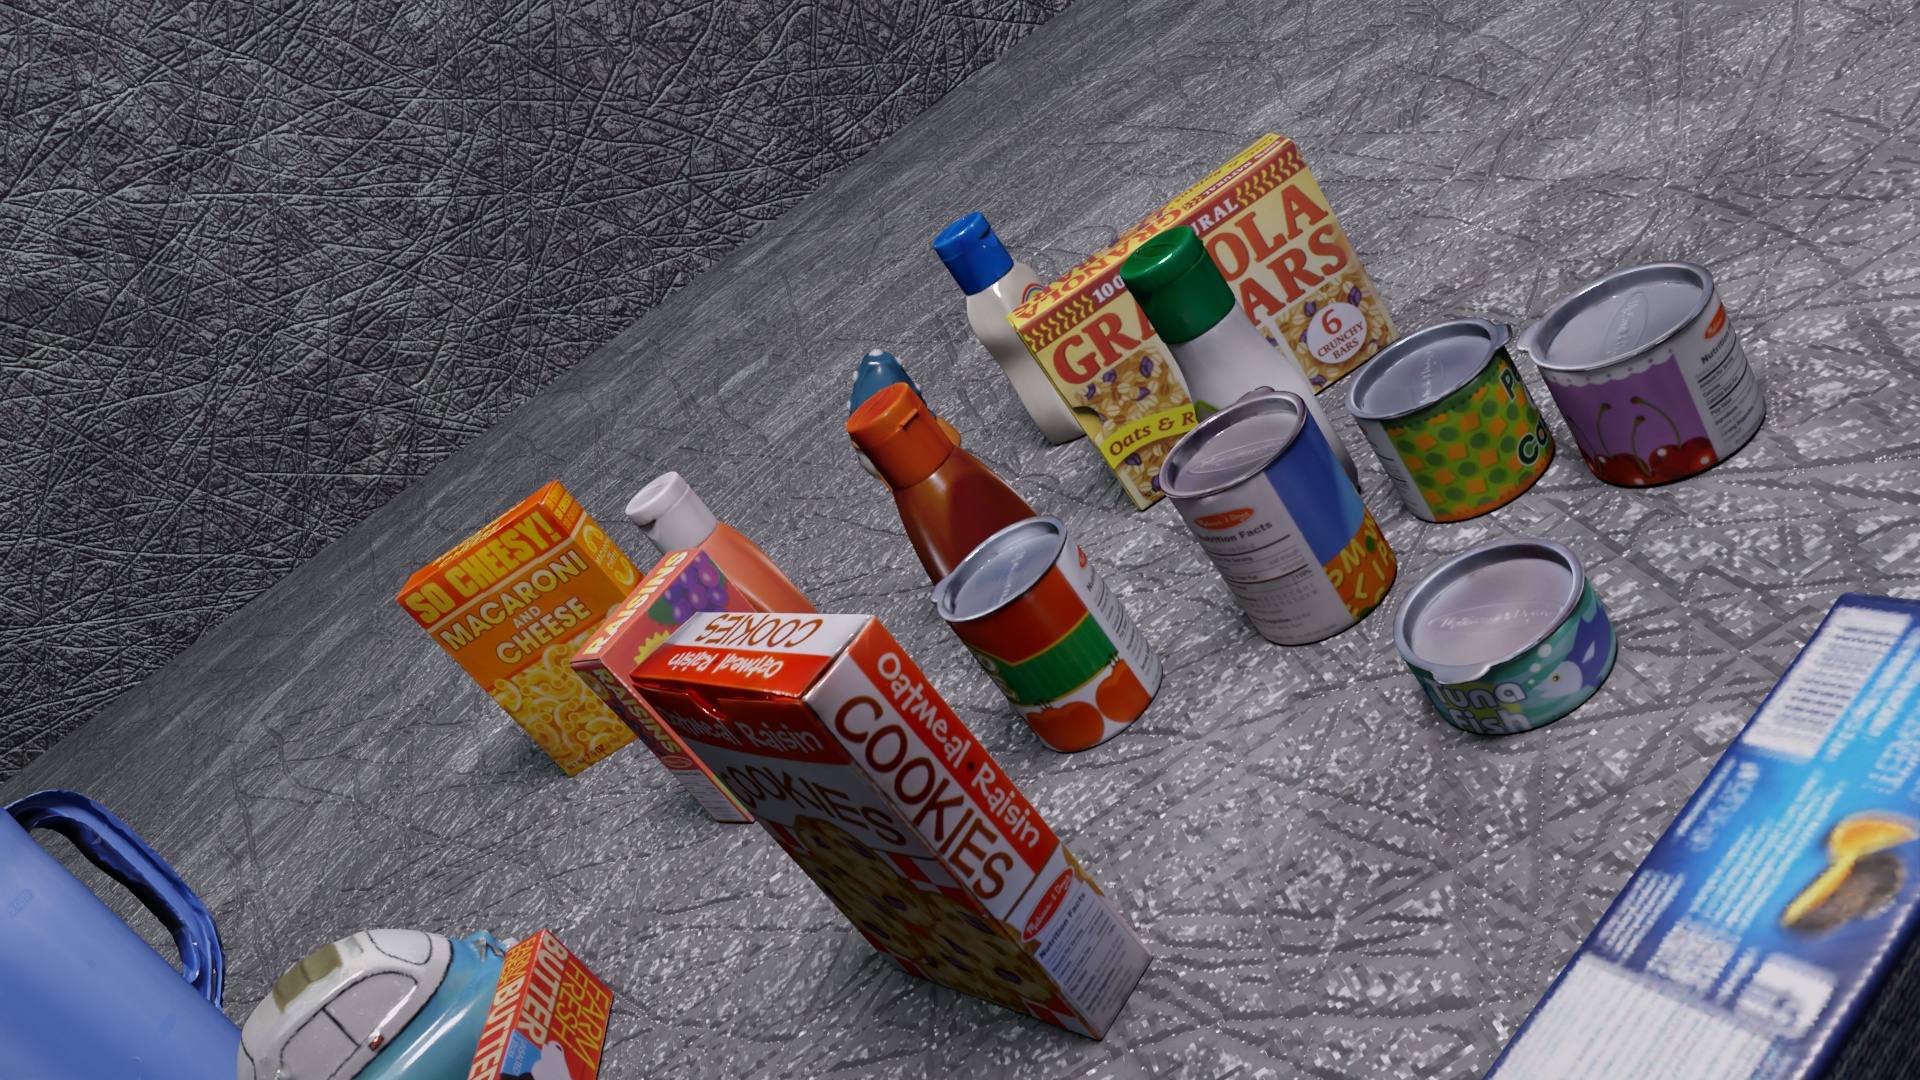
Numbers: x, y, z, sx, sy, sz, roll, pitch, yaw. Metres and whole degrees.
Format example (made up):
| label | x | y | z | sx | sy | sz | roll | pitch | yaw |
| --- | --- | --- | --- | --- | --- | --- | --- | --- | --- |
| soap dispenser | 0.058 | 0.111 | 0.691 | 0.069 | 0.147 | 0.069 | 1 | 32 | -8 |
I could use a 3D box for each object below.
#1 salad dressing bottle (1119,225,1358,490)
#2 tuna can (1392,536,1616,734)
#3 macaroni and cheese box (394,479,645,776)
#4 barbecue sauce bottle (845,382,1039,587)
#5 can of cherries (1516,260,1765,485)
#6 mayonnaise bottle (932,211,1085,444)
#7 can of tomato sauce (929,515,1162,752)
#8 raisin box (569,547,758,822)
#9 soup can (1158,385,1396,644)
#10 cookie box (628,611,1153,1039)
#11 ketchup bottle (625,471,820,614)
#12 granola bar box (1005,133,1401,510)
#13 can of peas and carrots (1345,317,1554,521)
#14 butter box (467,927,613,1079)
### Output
| label | x | y | z | sx | sy | sz | roll | pitch | yaw |
| --- | --- | --- | --- | --- | --- | --- | --- | --- | --- |
| salad dressing bottle | 0.123 | -0.069 | 0.616 | 0.044 | 0.147 | 0.064 | -43 | 23 | -14 |
| tuna can | 0.185 | 0.034 | 0.475 | 0.071 | 0.032 | 0.071 | -31 | 23 | 15 |
| macaroni and cheese box | -0.256 | 0.059 | 0.896 | 0.123 | 0.166 | 0.040 | -31 | 23 | 14 |
| barbecue sauce bottle | 0.002 | -0.008 | 0.672 | 0.065 | 0.148 | 0.043 | -48 | 25 | -25 |
| can of cherries | 0.256 | -0.063 | 0.525 | 0.071 | 0.058 | 0.072 | -31 | 23 | 15 |
| mayonnaise bottle | 0.039 | -0.134 | 0.864 | 0.041 | 0.147 | 0.065 | -17 | 29 | 40 |
| can of tomato sauce | 0.038 | 0.042 | 0.608 | 0.071 | 0.083 | 0.071 | -31 | 23 | 15 |
| raisin box | -0.133 | 0.077 | 0.738 | 0.040 | 0.123 | 0.086 | -10 | 35 | 49 |
| soup can | 0.132 | -0.011 | 0.572 | 0.071 | 0.083 | 0.072 | -31 | 23 | 15 |
| cookie box | -0.027 | 0.097 | 0.486 | 0.123 | 0.167 | 0.040 | -4 | 39 | 53 |
| ketchup bottle | -0.130 | 0.027 | 0.798 | 0.064 | 0.148 | 0.044 | -18 | 29 | 40 |
| granola bar box | 0.127 | -0.112 | 0.723 | 0.165 | 0.124 | 0.039 | -34 | 22 | 7 |
| can of peas and carrots | 0.205 | -0.051 | 0.576 | 0.071 | 0.058 | 0.071 | -31 | 23 | 15 |
| butter box | -0.186 | 0.226 | 0.617 | 0.024 | 0.053 | 0.104 | -34 | 23 | 9 |
